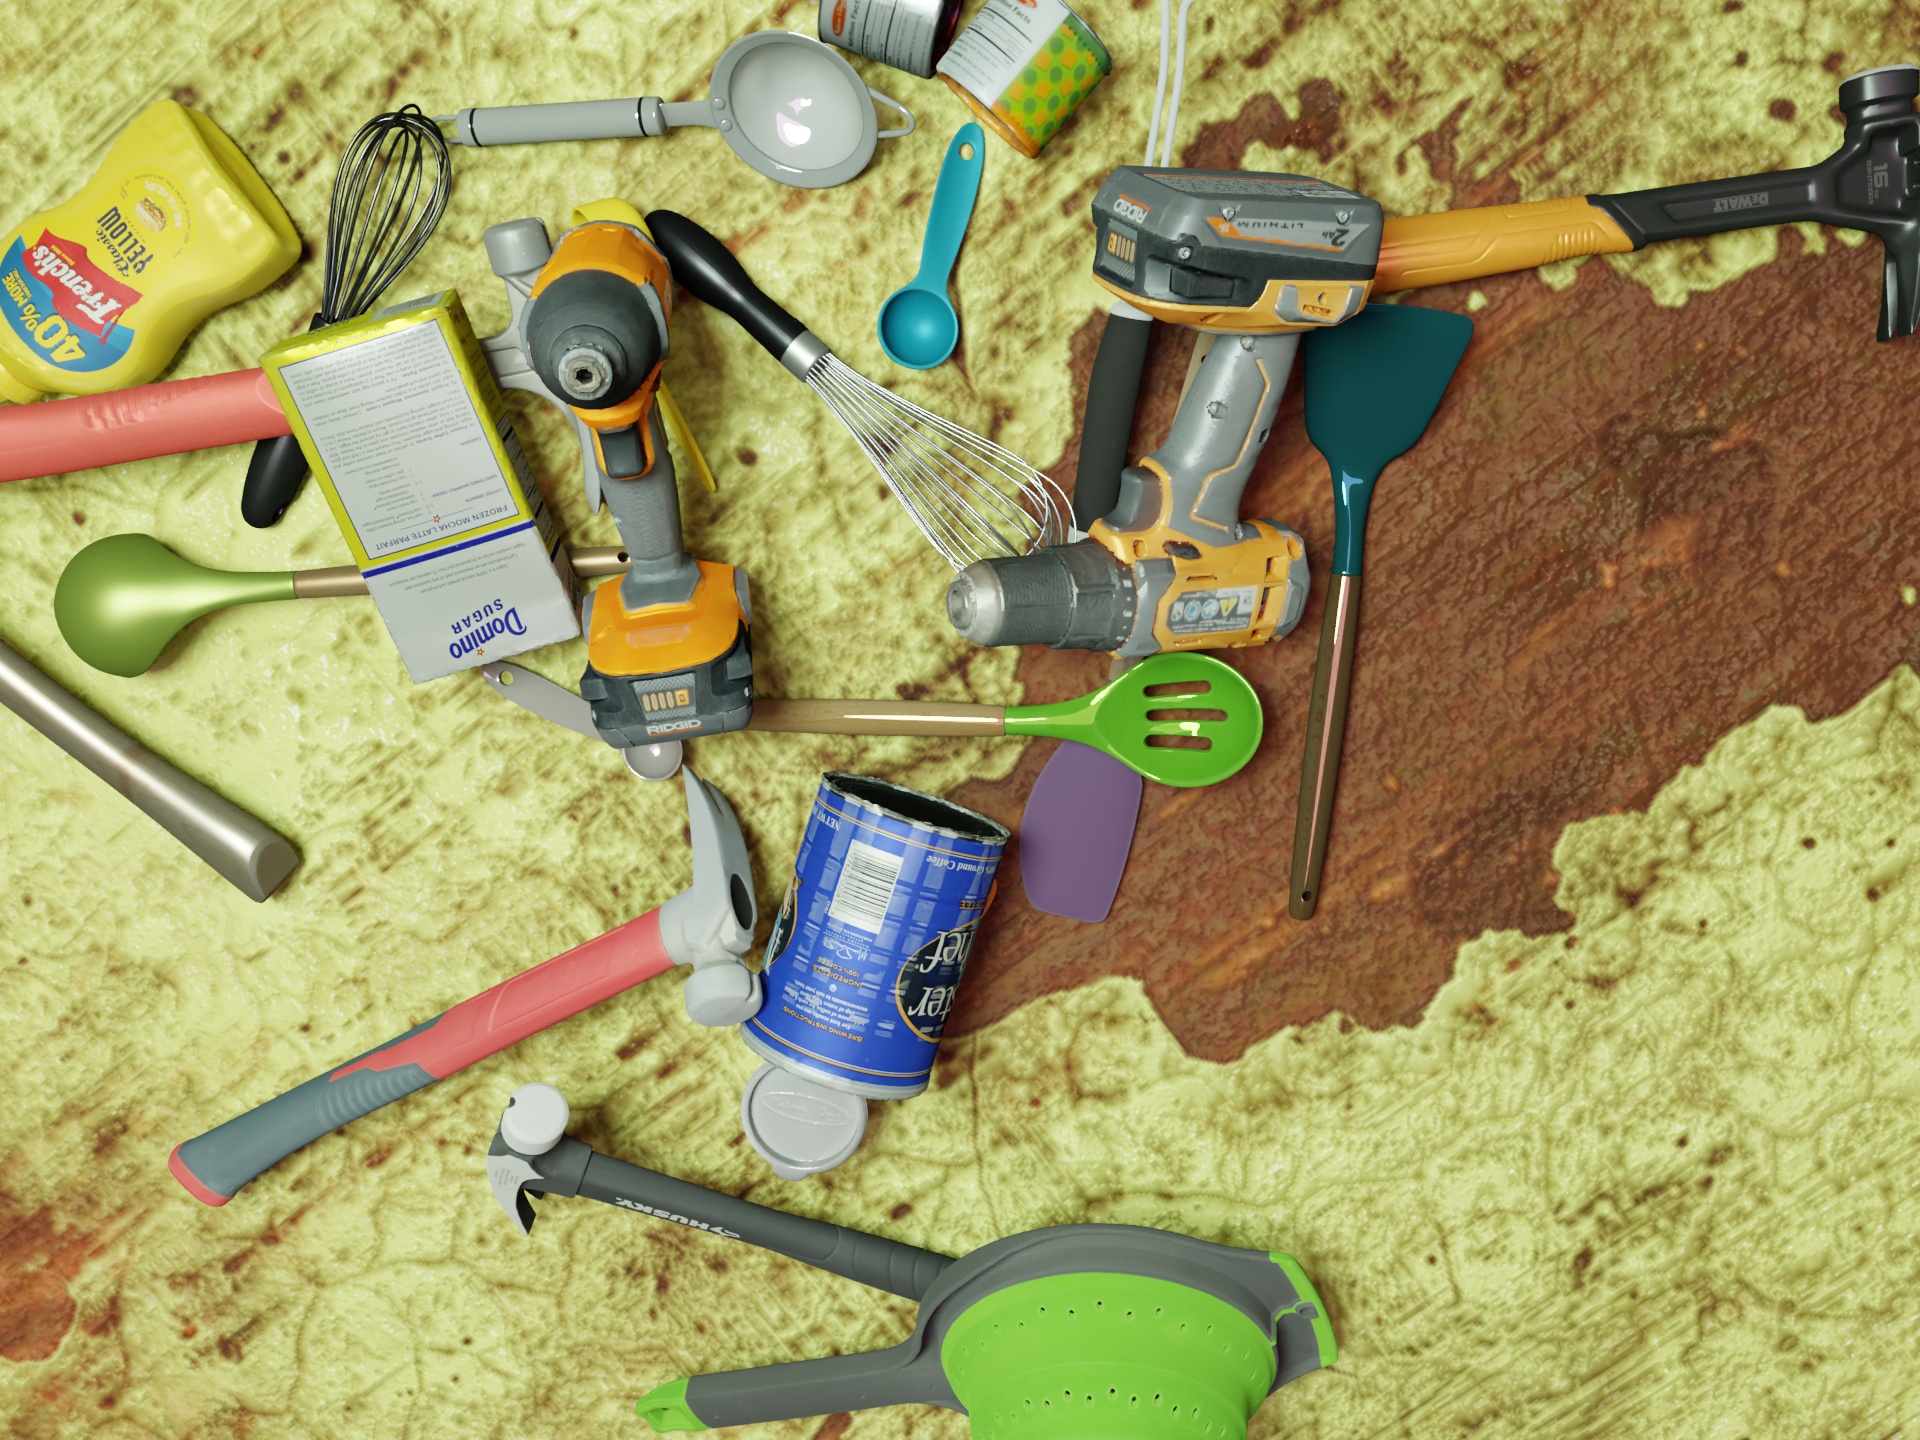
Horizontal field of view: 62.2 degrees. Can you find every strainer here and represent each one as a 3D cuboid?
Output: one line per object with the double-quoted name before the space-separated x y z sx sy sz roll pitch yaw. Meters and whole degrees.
"strainer" -0.147 -0.307 0.800 0.258 0.050 0.086 0 142 10

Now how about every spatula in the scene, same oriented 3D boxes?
"spatula" 0.089 -0.045 0.833 0.060 0.018 0.316 15 100 3
"spatula" 0.195 -0.048 0.812 0.082 0.044 0.317 4 100 -2

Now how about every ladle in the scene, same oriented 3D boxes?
"ladle" -0.324 -0.073 0.854 0.320 0.062 0.078 -5 83 -2

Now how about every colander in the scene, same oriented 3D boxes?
"colander" 0.000 0.375 0.837 0.397 0.095 0.204 -15 126 16

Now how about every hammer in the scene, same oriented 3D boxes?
"hammer" -0.093 0.282 0.866 0.334 0.035 0.146 20 143 -8
"hammer" -0.279 0.162 0.868 0.386 0.038 0.143 -26 53 16
"hammer" -0.534 -0.038 0.854 0.410 0.038 0.146 42 141 -10
"hammer" -0.366 -0.149 0.806 0.359 0.037 0.149 -10 114 -1
"hammer" 0.295 -0.232 0.781 0.337 0.034 0.127 -6 97 5

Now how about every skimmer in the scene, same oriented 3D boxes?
"skimmer" 0.117 -0.261 0.780 0.090 0.127 0.363 -8 116 -38

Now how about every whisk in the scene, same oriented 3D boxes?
"whisk" -0.054 -0.164 0.810 0.284 0.070 0.070 42 99 3
"whisk" -0.326 -0.206 0.829 0.055 0.055 0.239 29 105 -1

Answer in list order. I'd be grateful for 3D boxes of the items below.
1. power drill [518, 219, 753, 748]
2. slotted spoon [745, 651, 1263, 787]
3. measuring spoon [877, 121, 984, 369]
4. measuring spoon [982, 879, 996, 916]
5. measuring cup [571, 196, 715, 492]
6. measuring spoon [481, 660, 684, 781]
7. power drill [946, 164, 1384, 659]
"power drill" -0.152 -0.104 0.743 0.084 0.164 0.226 -9 118 -3
"slotted spoon" -0.001 -0.003 0.832 0.314 0.031 0.070 1 100 10
"measuring spoon" -0.012 -0.242 0.814 0.042 0.021 0.128 16 91 -15
"measuring spoon" -0.019 0.129 0.874 0.021 0.011 0.117 40 96 6
"measuring cup" -0.153 -0.193 0.820 0.029 0.062 0.156 -30 109 -17
"measuring spoon" -0.204 -0.004 0.866 0.124 0.018 0.034 25 104 7
"power drill" 0.090 -0.132 0.733 0.185 0.084 0.226 -7 122 -24
